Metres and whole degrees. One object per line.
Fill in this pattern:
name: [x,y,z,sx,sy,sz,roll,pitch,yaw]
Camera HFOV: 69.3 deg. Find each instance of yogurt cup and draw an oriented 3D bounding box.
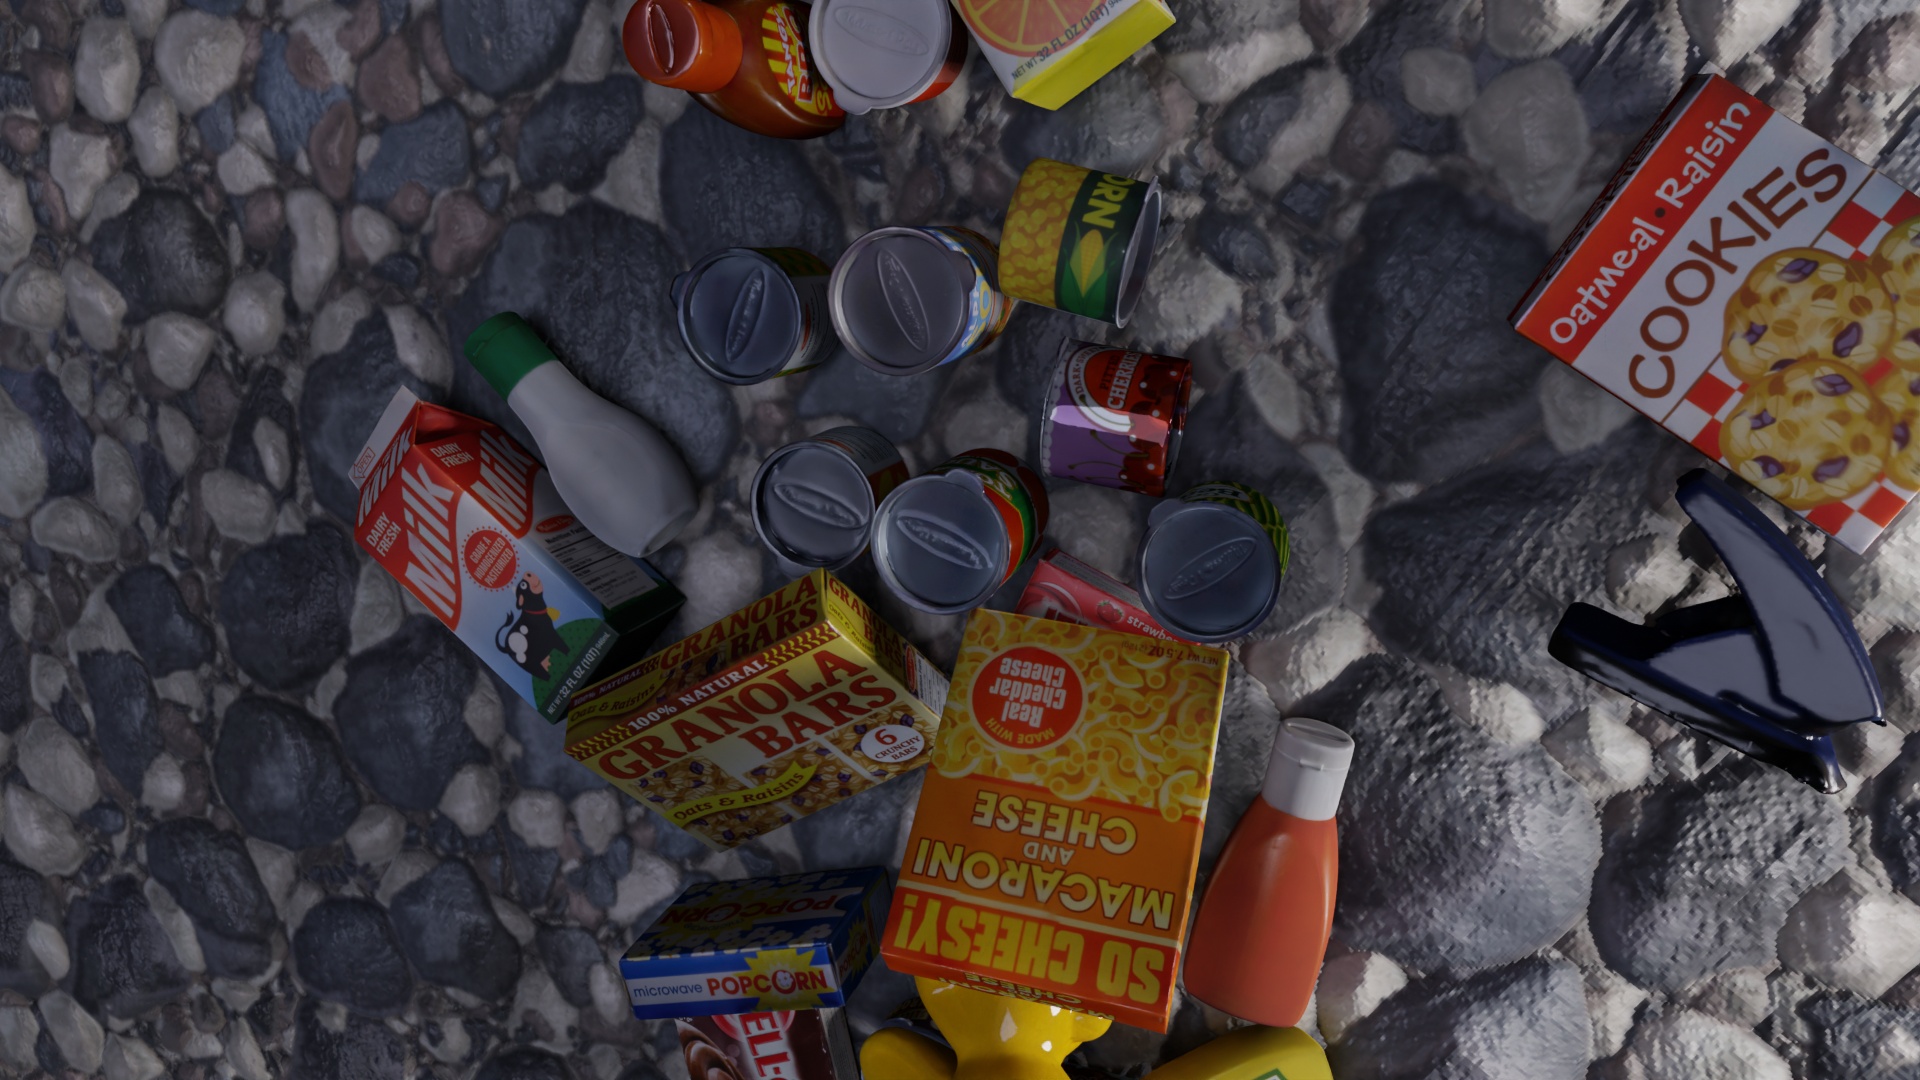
yogurt cup: [-0.030,-0.234,0.646,0.072,0.054,0.072,4,103,16]

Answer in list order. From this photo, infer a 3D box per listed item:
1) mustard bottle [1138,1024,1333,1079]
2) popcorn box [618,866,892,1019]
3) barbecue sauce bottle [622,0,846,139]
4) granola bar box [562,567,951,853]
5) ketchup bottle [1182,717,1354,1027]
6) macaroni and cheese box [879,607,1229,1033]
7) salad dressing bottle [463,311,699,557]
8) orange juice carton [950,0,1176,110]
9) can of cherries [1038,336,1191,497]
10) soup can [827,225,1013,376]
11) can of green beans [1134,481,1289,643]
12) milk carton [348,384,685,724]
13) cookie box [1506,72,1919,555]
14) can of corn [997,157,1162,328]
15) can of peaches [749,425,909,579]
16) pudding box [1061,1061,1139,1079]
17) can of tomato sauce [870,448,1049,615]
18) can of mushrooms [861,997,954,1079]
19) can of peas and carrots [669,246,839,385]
mustard bottle: [0.107,0.291,0.679,0.161,0.049,0.065,-16,95,-18]
popcorn box: [-0.108,0.217,0.752,0.126,0.085,0.038,-10,100,19]
barbecue sauce bottle: [-0.097,-0.215,0.620,0.043,0.149,0.064,-7,100,19]
granola bar box: [-0.098,0.091,0.712,0.165,0.039,0.124,-27,132,21]
ketchup bottle: [0.156,0.161,0.680,0.065,0.044,0.148,15,106,13]
macaroni and cheese box: [0.046,0.120,0.619,0.124,0.040,0.167,9,60,12]
salad dressing bottle: [-0.205,-0.058,0.745,0.147,0.044,0.064,48,113,4]
orange juice carton: [0.010,-0.293,0.611,0.071,0.073,0.192,-32,91,21]
can of cherries: [0.073,-0.058,0.644,0.058,0.072,0.071,12,105,14]
soup can: [-0.014,-0.115,0.651,0.071,0.084,0.071,4,104,16]
can of green beans: [0.119,0.009,0.651,0.071,0.058,0.071,4,103,16]
milk carton: [-0.253,0.003,0.756,0.190,0.074,0.072,42,111,5]
cookie box: [0.335,-0.094,0.572,0.167,0.040,0.122,35,109,6]
can of corn: [0.055,-0.138,0.633,0.058,0.071,0.071,17,107,14]
can of peaches: [-0.065,-0.020,0.702,0.071,0.058,0.071,4,104,16]
pudding box: [0.064,0.306,0.737,0.084,0.050,0.030,9,106,16]
can of tomato sauce: [0.002,-0.008,0.670,0.071,0.083,0.071,4,103,16]
can of mushrooms: [-0.019,0.288,0.768,0.071,0.033,0.071,4,104,17]
can of peas and carrots: [-0.100,-0.114,0.692,0.071,0.059,0.070,4,103,17]
